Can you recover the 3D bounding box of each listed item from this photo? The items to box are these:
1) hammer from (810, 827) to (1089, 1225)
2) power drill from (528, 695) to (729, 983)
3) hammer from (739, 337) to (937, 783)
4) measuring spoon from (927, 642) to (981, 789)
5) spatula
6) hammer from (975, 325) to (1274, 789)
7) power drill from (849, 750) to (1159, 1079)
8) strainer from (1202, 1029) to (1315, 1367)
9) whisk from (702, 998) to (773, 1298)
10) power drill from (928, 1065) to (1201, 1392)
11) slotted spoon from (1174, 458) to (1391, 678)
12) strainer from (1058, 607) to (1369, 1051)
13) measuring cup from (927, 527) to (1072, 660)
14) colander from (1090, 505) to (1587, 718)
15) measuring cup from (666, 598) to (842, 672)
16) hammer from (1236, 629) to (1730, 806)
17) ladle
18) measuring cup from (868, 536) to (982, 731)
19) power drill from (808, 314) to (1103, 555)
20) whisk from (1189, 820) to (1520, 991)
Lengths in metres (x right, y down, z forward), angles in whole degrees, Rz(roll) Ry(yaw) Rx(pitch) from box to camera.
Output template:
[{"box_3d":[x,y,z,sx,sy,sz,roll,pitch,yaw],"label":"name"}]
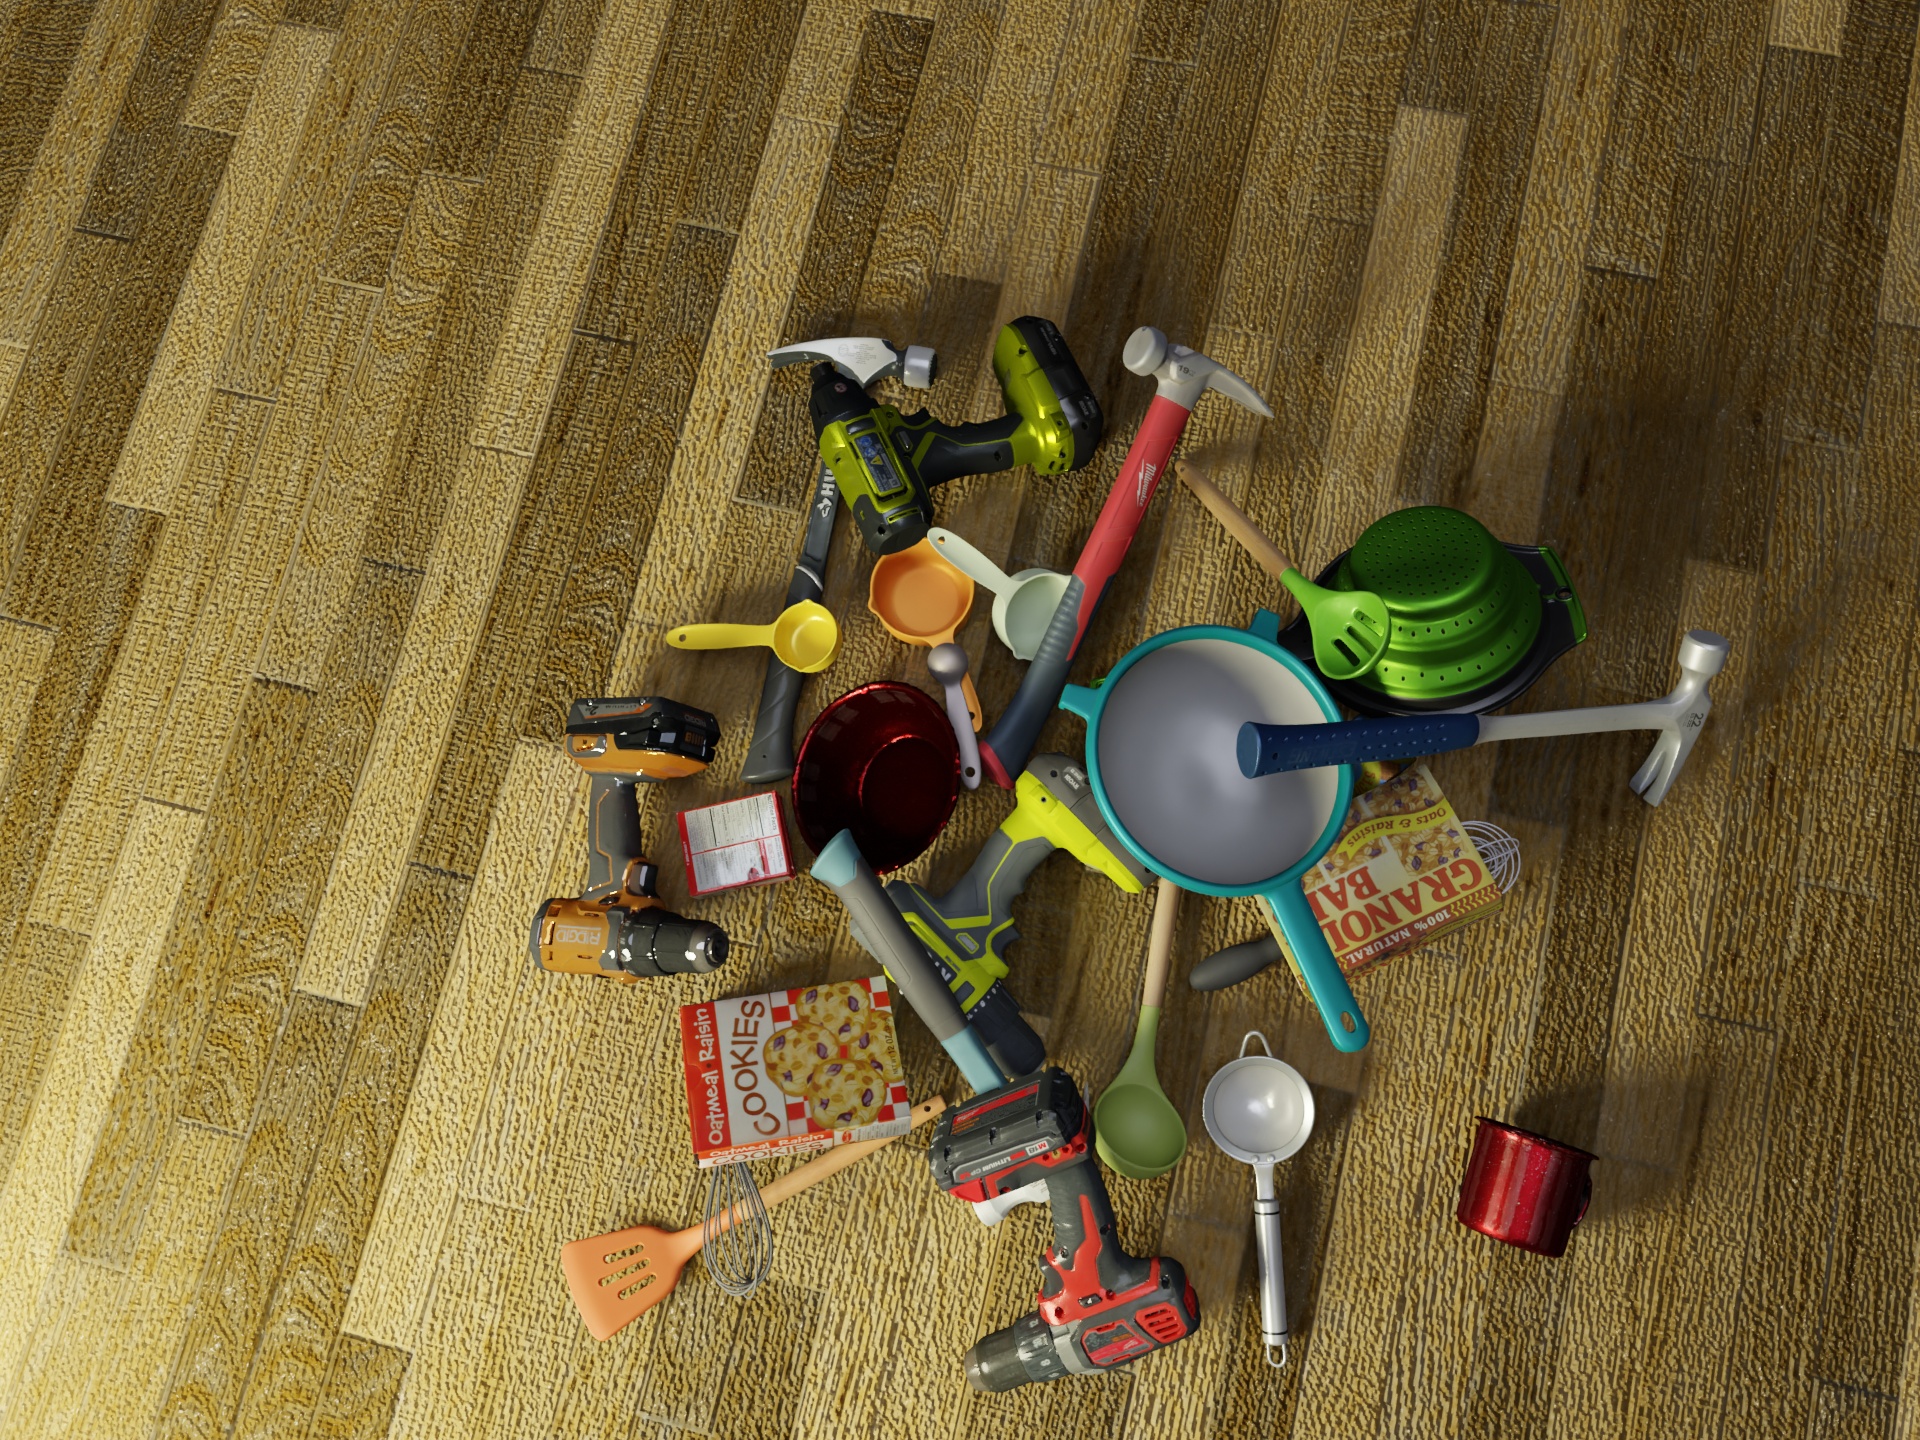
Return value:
[{"box_3d":[-0.013,0.230,1.227,0.128,0.033,0.331,-32,97,11],"label":"hammer"},{"box_3d":[-0.253,0.098,1.281,0.185,0.084,0.226,0,77,33],"label":"power drill"},{"box_3d":[-0.132,-0.143,1.377,0.149,0.036,0.409,10,79,7],"label":"hammer"},{"box_3d":[-0.002,-0.004,1.302,0.034,0.018,0.124,-13,84,6],"label":"measuring spoon"},{"box_3d":[-0.156,0.379,1.263,0.322,0.041,0.081,-28,68,-4],"label":"spatula"},{"box_3d":[0.123,-0.117,1.313,0.143,0.038,0.386,21,98,-31],"label":"hammer"},{"box_3d":[0.051,0.156,1.280,0.228,0.080,0.190,-45,89,-4],"label":"power drill"},{"box_3d":[0.237,0.371,1.243,0.087,0.050,0.258,-4,83,9],"label":"strainer"},{"box_3d":[-0.183,0.333,1.254,0.055,0.055,0.239,-12,60,1],"label":"whisk"},{"box_3d":[0.055,0.396,1.199,0.188,0.080,0.226,-25,100,12],"label":"power drill"},{"box_3d":[0.251,-0.131,1.274,0.070,0.031,0.314,-53,41,19],"label":"slotted spoon"},{"box_3d":[0.214,0.096,1.221,0.211,0.095,0.340,-21,81,-17],"label":"strainer"},{"box_3d":[0.030,-0.113,1.317,0.167,0.038,0.083,34,91,-28],"label":"measuring cup"},{"box_3d":[0.292,-0.085,1.280,0.397,0.094,0.205,-13,50,10],"label":"colander"},{"box_3d":[-0.173,-0.068,1.341,0.156,0.029,0.062,0,78,18],"label":"measuring cup"},{"box_3d":[0.399,0.012,1.212,0.405,0.035,0.144,-5,119,-18],"label":"hammer"},{"box_3d":[0.161,0.202,1.272,0.078,0.062,0.320,13,78,-12],"label":"ladle"},{"box_3d":[-0.016,-0.068,1.347,0.095,0.052,0.174,-21,82,-1],"label":"measuring cup"},{"box_3d":[-0.009,-0.253,1.341,0.223,0.080,0.171,-22,77,-17],"label":"power drill"},{"box_3d":[0.316,0.156,1.279,0.284,0.070,0.070,-24,78,4],"label":"whisk"}]
